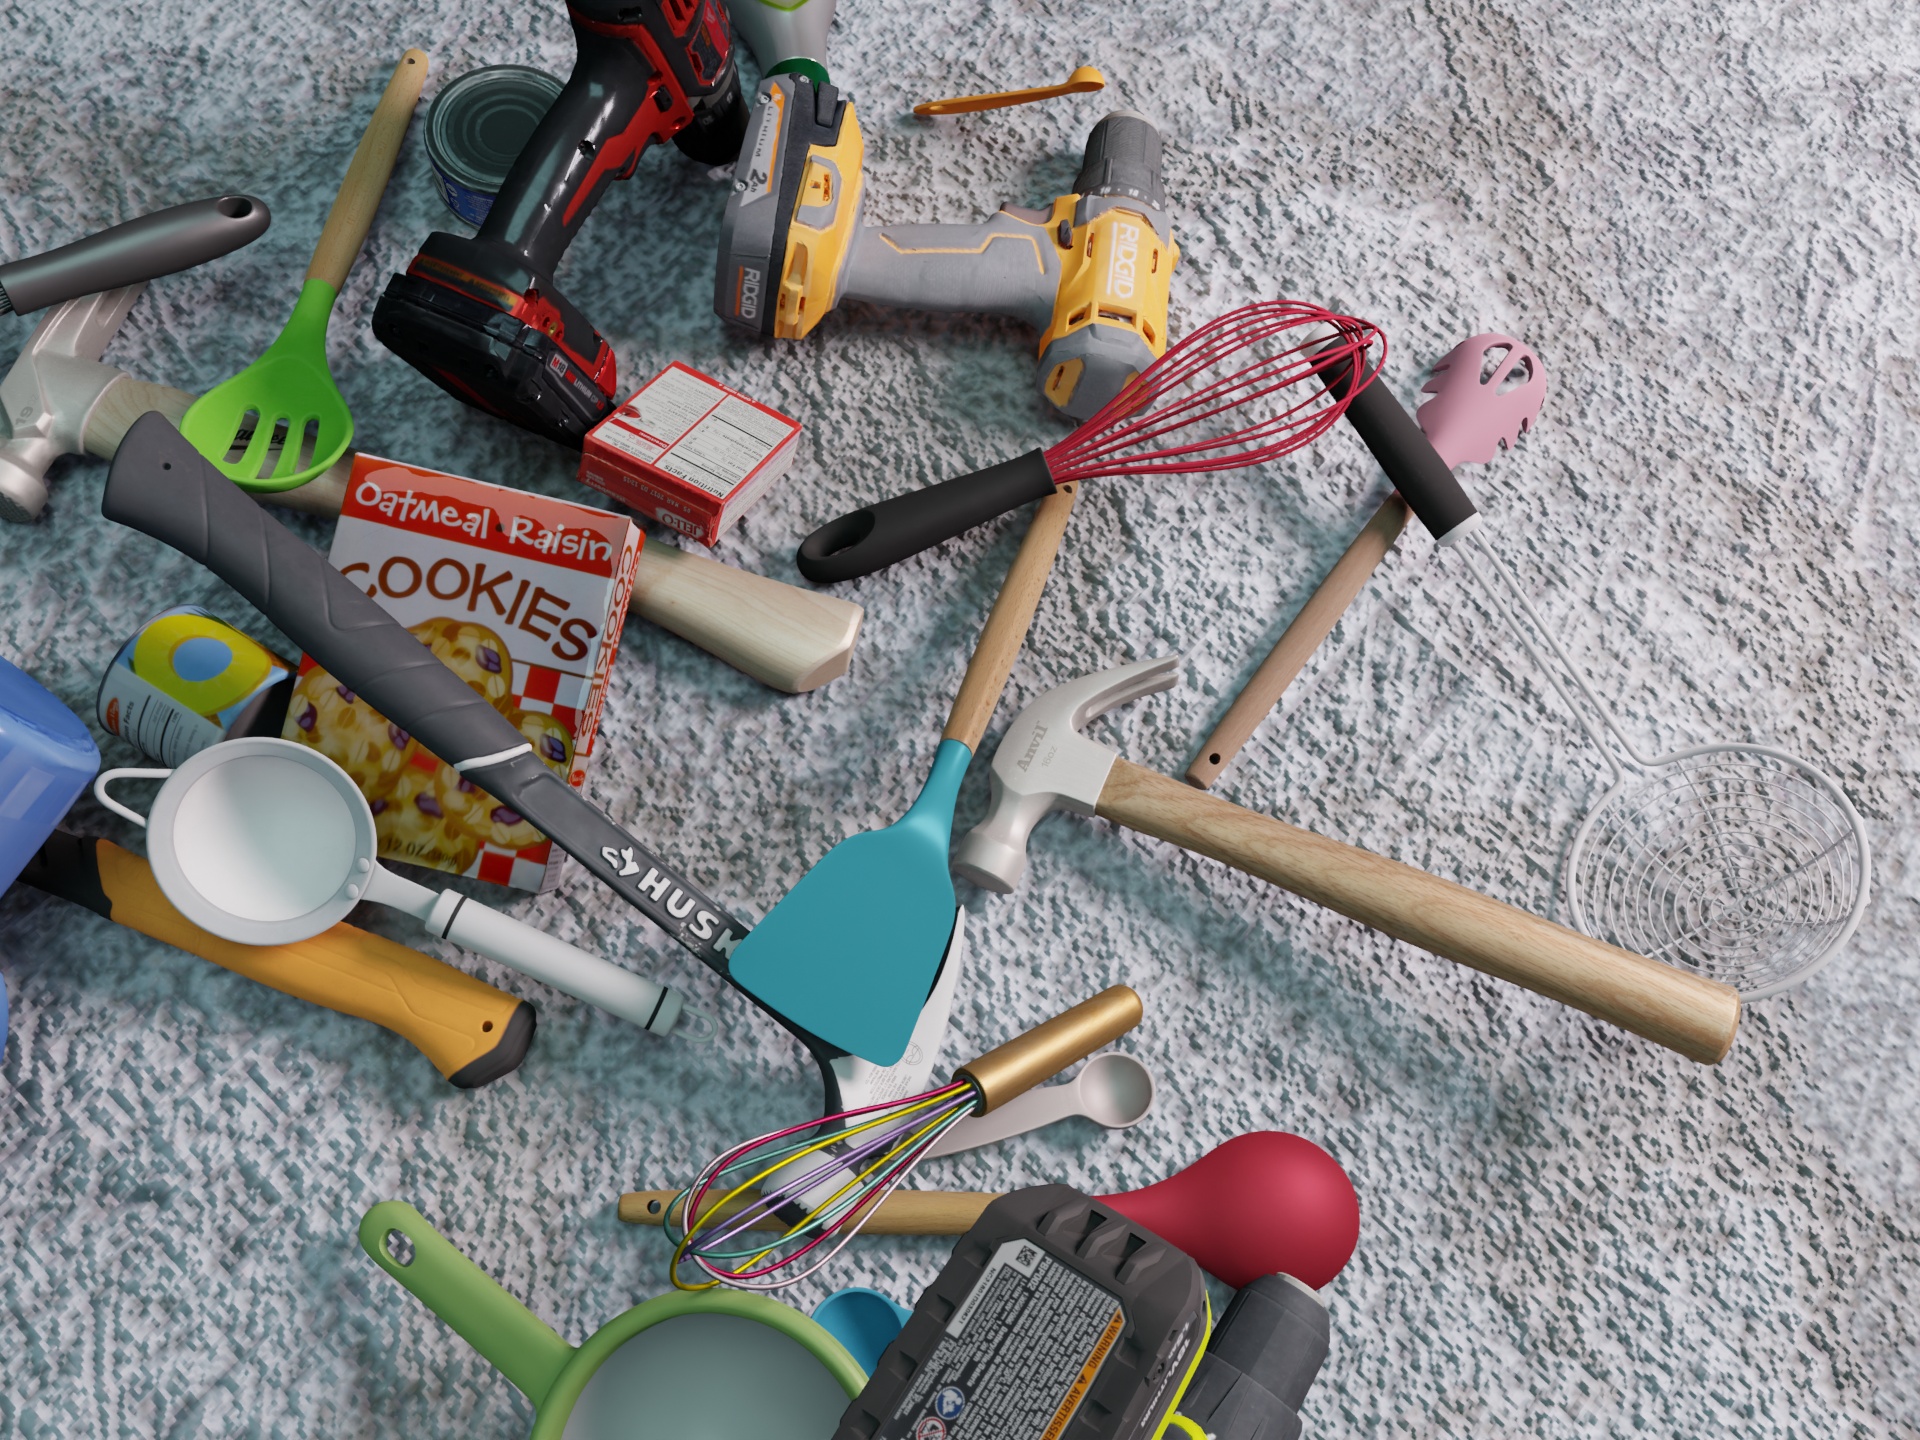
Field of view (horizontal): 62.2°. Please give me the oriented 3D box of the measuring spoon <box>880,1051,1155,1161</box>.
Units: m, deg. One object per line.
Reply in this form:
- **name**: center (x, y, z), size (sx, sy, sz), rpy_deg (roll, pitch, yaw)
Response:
- **measuring spoon**: center (0.023, 0.172, 0.686), size (0.124, 0.018, 0.034), rpy_deg (-12, 56, -4)

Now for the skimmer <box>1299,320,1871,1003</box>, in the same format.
- **skimmer**: center (0.266, -0.040, 0.733), size (0.127, 0.090, 0.363), rpy_deg (-36, 82, 17)

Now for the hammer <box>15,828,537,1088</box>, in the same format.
- **hammer**: center (-0.336, 0.068, 0.673), size (0.337, 0.034, 0.127), rpy_deg (21, 69, 2)

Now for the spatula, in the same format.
- **spatula**: center (-0.001, -0.002, 0.713), size (0.082, 0.044, 0.318), rpy_deg (33, 52, -13)

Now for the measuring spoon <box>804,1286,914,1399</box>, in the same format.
- **measuring spoon**: center (-0.002, 0.248, 0.654), size (0.128, 0.021, 0.042), rpy_deg (-4, 69, -18)

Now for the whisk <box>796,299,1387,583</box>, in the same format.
- **whisk**: center (0.060, -0.126, 0.753), size (0.296, 0.073, 0.073), rpy_deg (-21, 72, 5)

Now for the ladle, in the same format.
- **ladle**: center (0.017, 0.205, 0.665), size (0.315, 0.031, 0.069), rpy_deg (2, 70, -4)

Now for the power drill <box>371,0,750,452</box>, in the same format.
- **power drill**: center (-0.170, -0.248, 0.758), size (0.080, 0.188, 0.227), rpy_deg (23, 87, 7)

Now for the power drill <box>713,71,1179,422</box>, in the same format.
- **power drill**: center (0.002, -0.258, 0.814), size (0.226, 0.084, 0.185), rpy_deg (12, 63, -6)

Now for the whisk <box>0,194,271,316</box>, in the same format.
- **whisk**: center (-0.432, -0.196, 0.721), size (0.239, 0.055, 0.055), rpy_deg (-27, 74, -22)

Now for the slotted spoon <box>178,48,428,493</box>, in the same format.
- **slotted spoon**: center (-0.299, -0.224, 0.766), size (0.070, 0.031, 0.314), rpy_deg (9, 56, -8)

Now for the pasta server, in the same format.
- **pasta server**: center (0.205, -0.086, 0.799), size (0.060, 0.040, 0.316), rpy_deg (37, 74, 8)

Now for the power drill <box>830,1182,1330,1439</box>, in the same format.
- **power drill**: center (0.057, 0.254, 0.553), size (0.080, 0.228, 0.190), rpy_deg (21, 65, 36)

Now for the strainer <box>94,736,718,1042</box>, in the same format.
- **strainer**: center (-0.217, 0.076, 0.648), size (0.258, 0.050, 0.087), rpy_deg (26, 98, -8)

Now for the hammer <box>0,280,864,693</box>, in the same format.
- **hammer**: center (-0.243, -0.107, 0.750), size (0.410, 0.038, 0.146), rpy_deg (17, 67, 0)

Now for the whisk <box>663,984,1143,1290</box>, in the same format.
- **whisk**: center (-0.014, 0.158, 0.630), size (0.245, 0.051, 0.047), rpy_deg (-19, 106, -40)

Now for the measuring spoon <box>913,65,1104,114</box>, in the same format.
- **measuring spoon**: center (0.024, -0.335, 0.846), size (0.117, 0.021, 0.011), rpy_deg (5, 98, 32)

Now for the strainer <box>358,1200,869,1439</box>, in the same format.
- **strainer**: center (-0.125, 0.262, 0.611), size (0.256, 0.069, 0.151), rpy_deg (30, 89, 21)

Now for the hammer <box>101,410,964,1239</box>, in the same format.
- **hammer**: center (-0.168, 0.024, 0.639), size (0.409, 0.036, 0.149), rpy_deg (42, 56, -9)

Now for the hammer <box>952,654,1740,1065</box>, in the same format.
- **hammer**: center (0.171, 0.068, 0.701), size (0.331, 0.031, 0.130), rpy_deg (21, 71, 12)
